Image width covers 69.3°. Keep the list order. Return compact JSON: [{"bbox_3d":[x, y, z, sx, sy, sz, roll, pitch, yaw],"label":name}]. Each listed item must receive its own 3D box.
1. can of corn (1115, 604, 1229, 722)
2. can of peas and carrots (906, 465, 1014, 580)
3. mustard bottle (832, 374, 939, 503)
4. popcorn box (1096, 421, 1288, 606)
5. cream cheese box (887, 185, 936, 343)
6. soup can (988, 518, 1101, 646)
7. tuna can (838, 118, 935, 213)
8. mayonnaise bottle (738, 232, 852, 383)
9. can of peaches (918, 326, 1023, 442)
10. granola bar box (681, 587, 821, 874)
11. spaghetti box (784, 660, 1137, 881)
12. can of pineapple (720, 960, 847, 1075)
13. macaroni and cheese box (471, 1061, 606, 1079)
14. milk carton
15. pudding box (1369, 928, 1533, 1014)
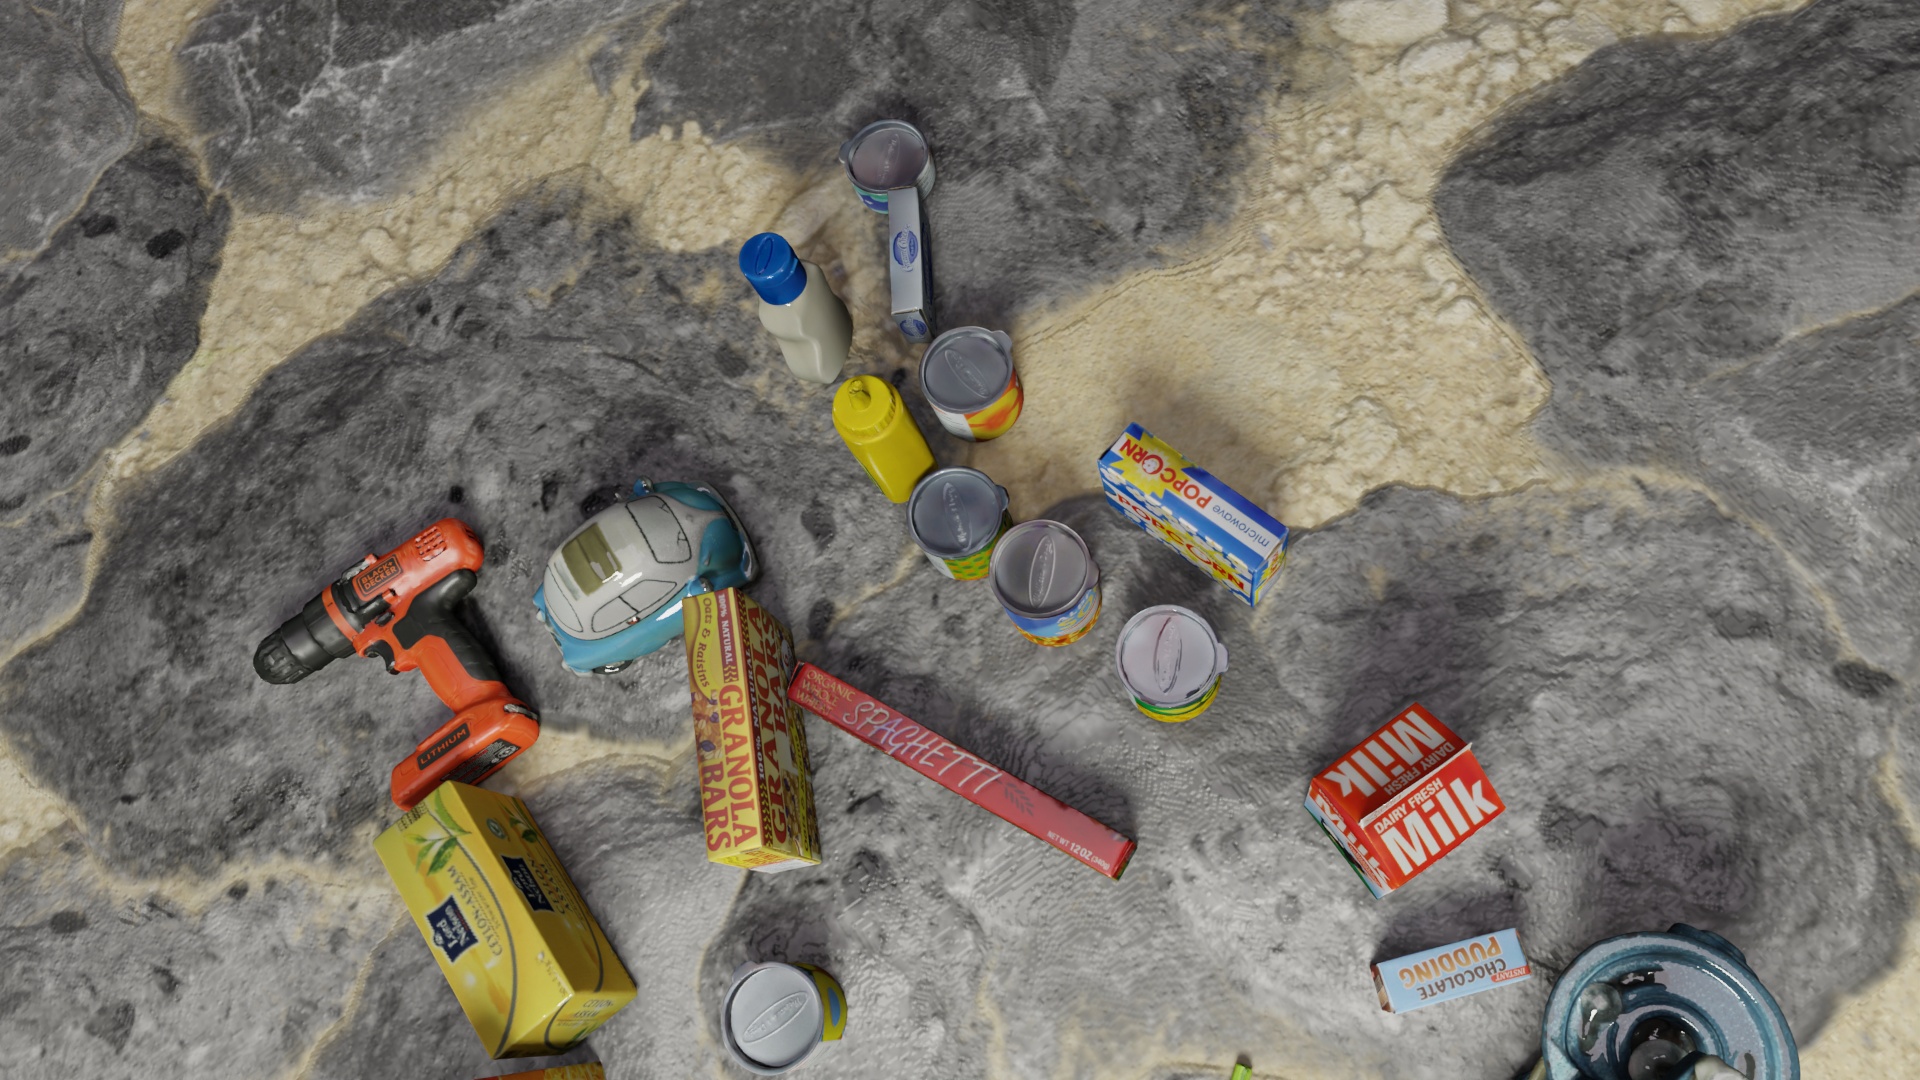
[{"bbox_3d":[0.138,0.081,0.896,0.071,0.058,0.071,-3,72,10],"label":"can of corn"},{"bbox_3d":[0.003,-0.012,0.952,0.071,0.058,0.071,-3,72,10],"label":"can of peas and carrots"},{"bbox_3d":[-0.055,-0.075,0.930,0.049,0.160,0.065,-33,70,0],"label":"mustard bottle"},{"bbox_3d":[0.153,-0.016,0.910,0.127,0.085,0.038,38,83,19],"label":"popcorn box"},{"bbox_3d":[-0.036,-0.202,1.024,0.024,0.053,0.104,-6,71,9],"label":"cream cheese box"},{"bbox_3d":[0.060,0.030,0.914,0.071,0.083,0.071,-3,72,10],"label":"soup can"},{"bbox_3d":[-0.056,-0.287,1.067,0.071,0.032,0.071,-3,72,10],"label":"tuna can"},{"bbox_3d":[-0.115,-0.165,0.977,0.041,0.147,0.065,11,75,14],"label":"mayonnaise bottle"},{"bbox_3d":[0.011,-0.111,0.983,0.071,0.058,0.071,-3,72,10],"label":"can of peaches"},{"bbox_3d":[-0.133,0.126,0.899,0.039,0.124,0.166,-13,71,7],"label":"granola bar box"},{"bbox_3d":[-0.003,0.149,0.905,0.250,0.050,0.029,26,79,18],"label":"spaghetti box"},{"bbox_3d":[-0.110,0.298,0.874,0.071,0.057,0.071,-3,72,10],"label":"can of pineapple"},{"bbox_3d":[-0.245,0.378,0.816,0.040,0.166,0.124,-26,70,3],"label":"macaroni and cheese box"},{"bbox_3d":[0.247,0.148,0.782,0.072,0.190,0.073,-36,70,-1],"label":"milk carton"},{"bbox_3d":[0.286,0.253,0.815,0.084,0.049,0.030,-17,70,5],"label":"pudding box"}]
